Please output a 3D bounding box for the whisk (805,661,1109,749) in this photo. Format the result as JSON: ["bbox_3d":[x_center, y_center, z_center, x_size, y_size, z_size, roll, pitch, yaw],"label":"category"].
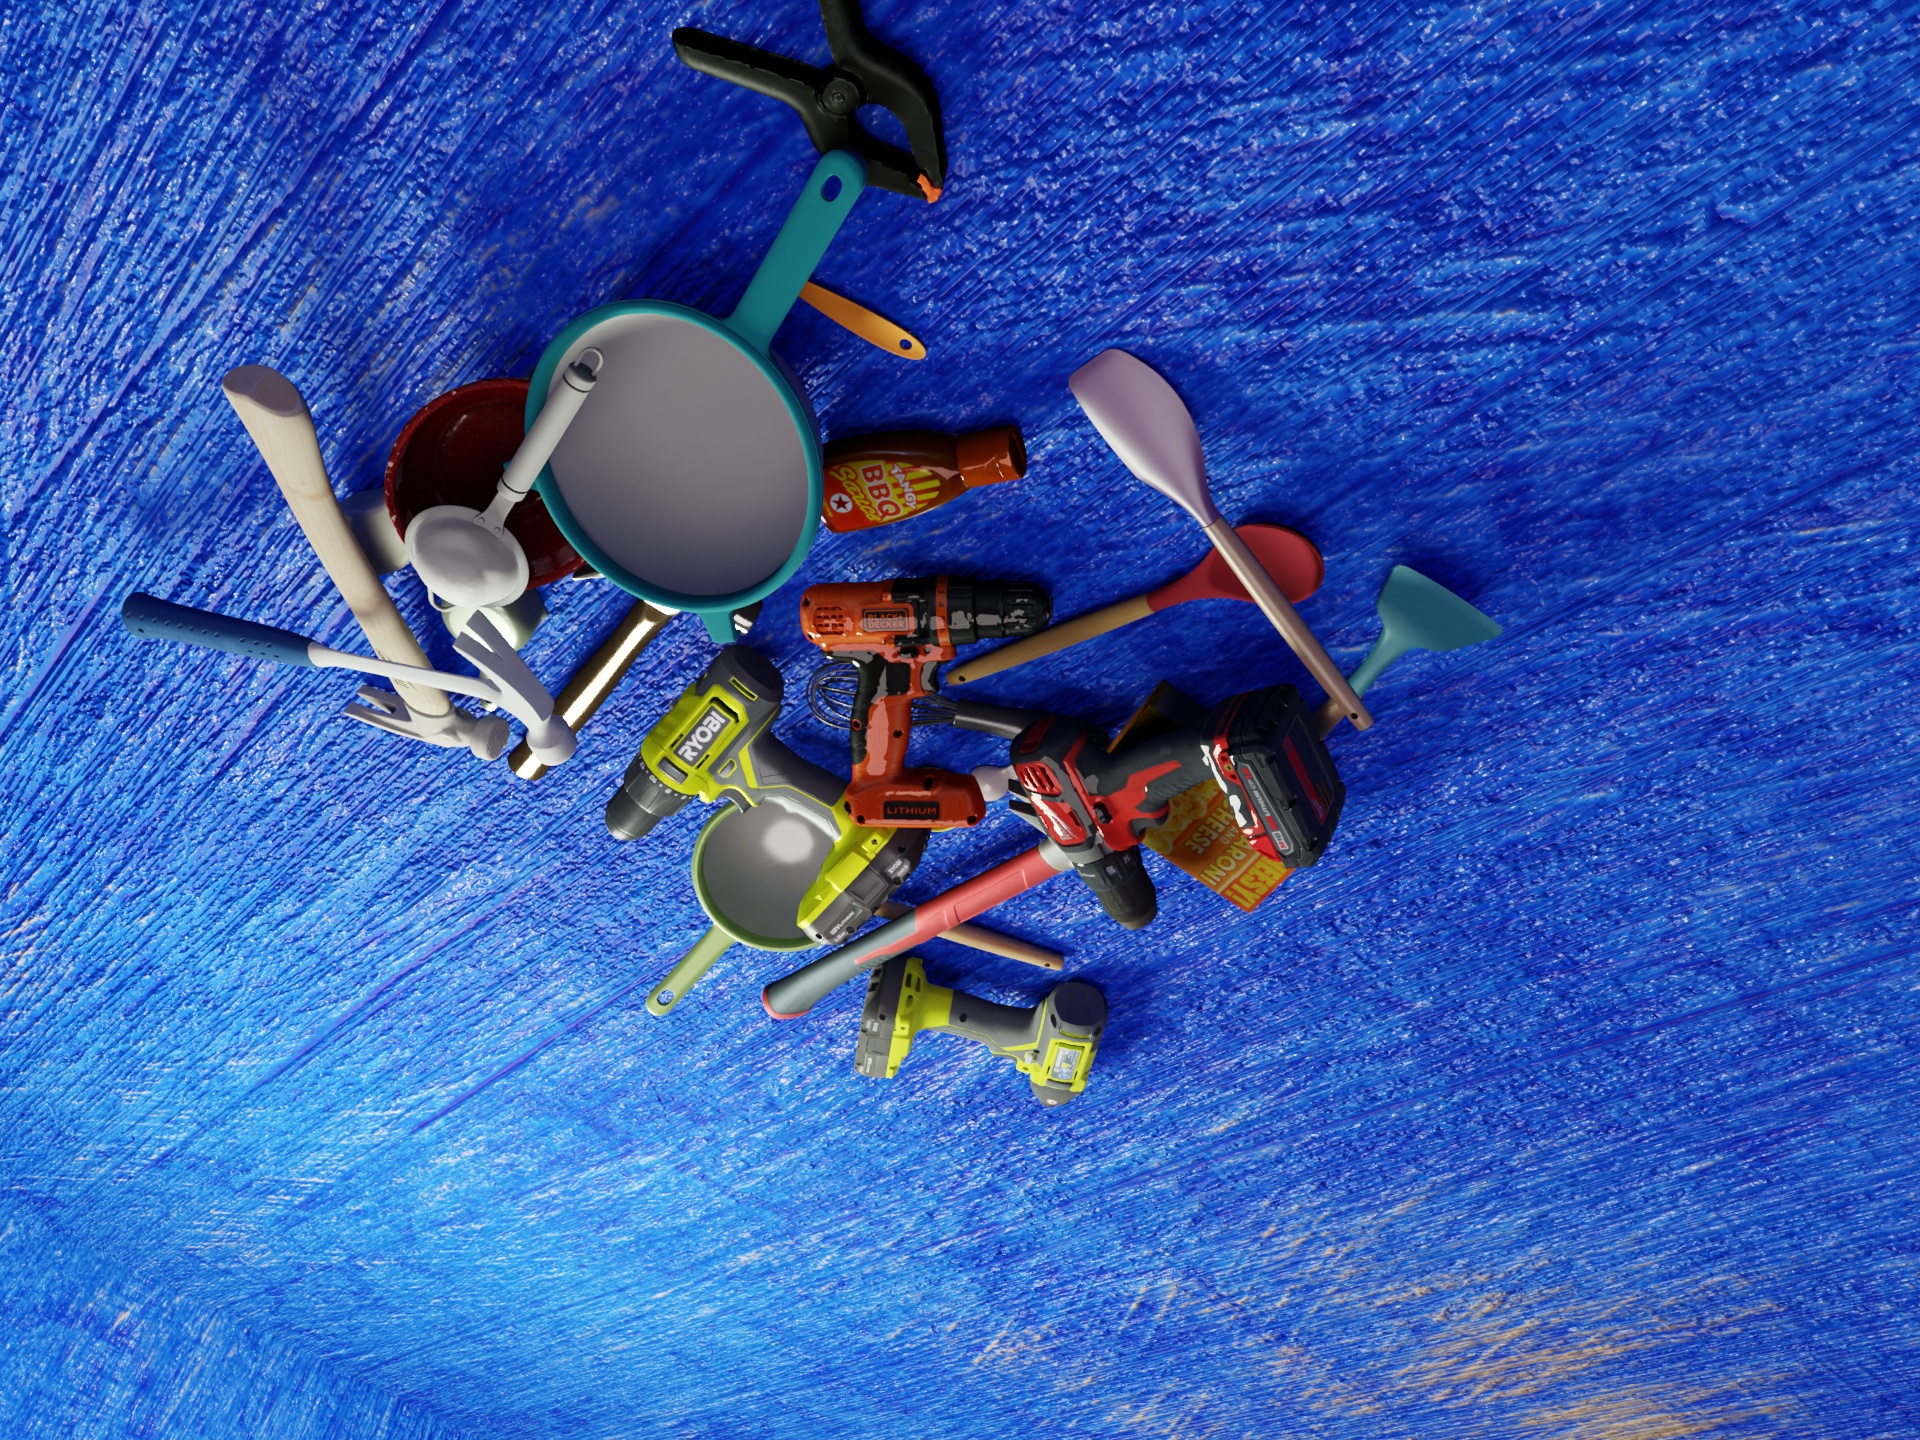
[{"bbox_3d":[-0.002,-0.003,1.235,0.239,0.055,0.055,10,136,1],"label":"whisk"}]

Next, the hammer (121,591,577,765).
[{"bbox_3d":[-0.493,-0.054,1.235,0.405,0.035,0.143,11,146,21],"label":"hammer"}]

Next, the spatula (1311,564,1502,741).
[{"bbox_3d":[0.269,-0.003,1.159,0.082,0.044,0.317,33,136,-1],"label":"spatula"}]

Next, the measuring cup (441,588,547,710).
[{"bbox_3d":[-0.385,-0.055,1.293,0.083,0.038,0.167,18,134,-3],"label":"measuring cup"}]

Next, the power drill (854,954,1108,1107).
[{"bbox_3d":[0.017,0.303,1.516,0.223,0.080,0.171,11,136,1],"label":"power drill"}]

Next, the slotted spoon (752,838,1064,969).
[{"bbox_3d":[-0.054,0.174,1.441,0.313,0.031,0.070,18,133,-5],"label":"slotted spoon"}]

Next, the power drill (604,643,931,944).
[{"bbox_3d":[-0.157,0.074,1.279,0.228,0.080,0.190,39,109,-10],"label":"power drill"}]

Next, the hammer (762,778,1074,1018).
[{"bbox_3d":[-0.045,0.171,1.384,0.386,0.038,0.143,-31,130,31],"label":"hammer"}]

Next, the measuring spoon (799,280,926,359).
[{"bbox_3d":[-0.073,-0.264,1.020,0.116,0.011,0.021,26,135,-16],"label":"measuring spoon"}]

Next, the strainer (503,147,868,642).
[{"bbox_3d":[-0.140,-0.226,1.019,0.211,0.095,0.340,38,123,-2],"label":"strainer"}]

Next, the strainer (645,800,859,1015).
[{"bbox_3d":[-0.186,0.156,1.383,0.151,0.069,0.256,39,106,-13],"label":"strainer"}]

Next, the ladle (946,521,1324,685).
[{"bbox_3d":[0.116,-0.075,1.142,0.315,0.031,0.069,-19,118,33],"label":"ladle"}]

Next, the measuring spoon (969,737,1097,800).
[{"bbox_3d":[0.058,0.040,1.280,0.124,0.018,0.034,-23,124,32],"label":"measuring spoon"}]

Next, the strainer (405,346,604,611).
[{"bbox_3d":[-0.300,-0.148,1.045,0.086,0.050,0.258,31,123,-17],"label":"strainer"}]

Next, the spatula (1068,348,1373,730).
[{"bbox_3d":[0.183,-0.114,1.052,0.060,0.018,0.315,-28,109,36],"label":"spatula"}]

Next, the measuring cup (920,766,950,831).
[{"bbox_3d":[-0.048,0.088,1.353,0.062,0.029,0.156,30,137,-15],"label":"measuring cup"}]

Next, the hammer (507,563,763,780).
[{"bbox_3d":[-0.292,-0.038,1.282,0.130,0.031,0.331,30,137,-20],"label":"hammer"}]

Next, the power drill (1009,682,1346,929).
[{"bbox_3d":[0.162,0.070,1.167,0.227,0.080,0.187,-11,119,38],"label":"power drill"}]

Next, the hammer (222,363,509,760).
[{"bbox_3d":[-0.465,-0.108,1.205,0.146,0.038,0.410,15,147,13],"label":"hammer"}]
